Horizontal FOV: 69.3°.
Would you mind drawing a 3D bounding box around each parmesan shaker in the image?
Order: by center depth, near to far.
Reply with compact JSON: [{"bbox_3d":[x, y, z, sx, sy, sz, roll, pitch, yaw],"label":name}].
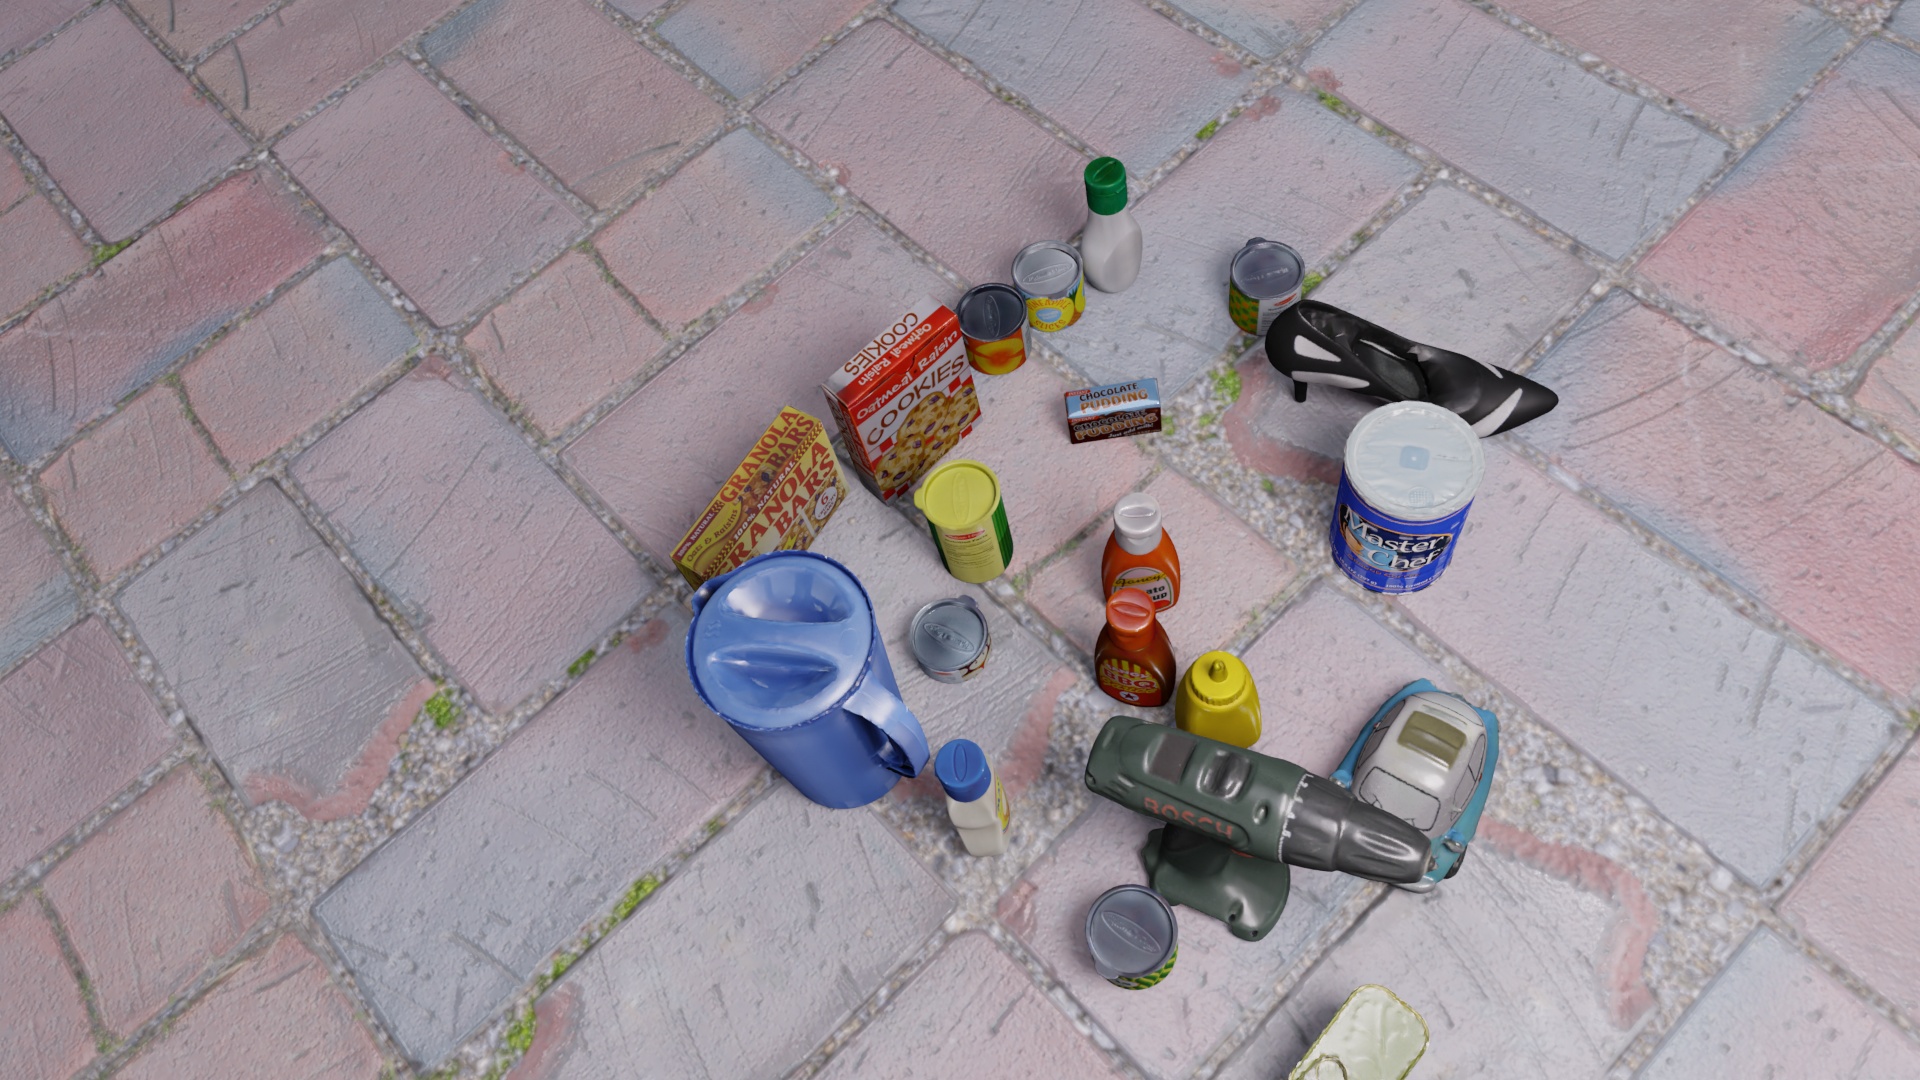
[{"bbox_3d":[0.004,-0.015,1.171,0.071,0.102,0.071,-4,62,7],"label":"parmesan shaker"}]

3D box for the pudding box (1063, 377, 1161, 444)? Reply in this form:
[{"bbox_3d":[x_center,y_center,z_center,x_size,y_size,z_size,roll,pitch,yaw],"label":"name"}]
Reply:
[{"bbox_3d":[0.136,-0.115,1.233,0.084,0.049,0.030,-8,62,5],"label":"pudding box"}]

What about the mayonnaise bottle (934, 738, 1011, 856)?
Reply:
[{"bbox_3d":[0.010,0.189,1.037,0.041,0.147,0.065,-6,62,6],"label":"mayonnaise bottle"}]

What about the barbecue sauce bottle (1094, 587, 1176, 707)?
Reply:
[{"bbox_3d":[0.134,0.083,1.073,0.065,0.148,0.044,14,66,16],"label":"barbecue sauce bottle"}]

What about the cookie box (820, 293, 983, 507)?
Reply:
[{"bbox_3d":[-0.045,-0.117,1.196,0.123,0.166,0.040,-43,65,-13],"label":"cookie box"}]

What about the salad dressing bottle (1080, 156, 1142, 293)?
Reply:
[{"bbox_3d":[0.136,-0.287,1.269,0.064,0.147,0.044,-43,65,-13],"label":"salad dressing bottle"}]

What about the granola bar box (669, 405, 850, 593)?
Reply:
[{"bbox_3d":[-0.168,-0.017,1.187,0.039,0.123,0.166,27,70,21],"label":"granola bar box"}]

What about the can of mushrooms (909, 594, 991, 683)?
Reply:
[{"bbox_3d":[-0.006,0.082,1.161,0.071,0.033,0.071,-4,62,7],"label":"can of mushrooms"}]

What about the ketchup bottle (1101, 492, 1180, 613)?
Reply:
[{"bbox_3d":[0.143,0.011,1.109,0.065,0.148,0.044,-4,62,7],"label":"ketchup bottle"}]

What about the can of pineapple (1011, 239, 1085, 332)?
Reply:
[{"bbox_3d":[0.083,-0.236,1.301,0.071,0.057,0.071,-4,62,7],"label":"can of pineapple"}]

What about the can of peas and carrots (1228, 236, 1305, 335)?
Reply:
[{"bbox_3d":[0.278,-0.231,1.268,0.071,0.058,0.071,-4,62,7],"label":"can of peas and carrots"}]

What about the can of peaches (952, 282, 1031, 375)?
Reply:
[{"bbox_3d":[0.029,-0.195,1.288,0.071,0.057,0.071,-4,62,7],"label":"can of peaches"}]

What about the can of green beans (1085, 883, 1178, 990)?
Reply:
[{"bbox_3d":[0.126,0.291,1.016,0.071,0.057,0.071,-4,62,7],"label":"can of green beans"}]

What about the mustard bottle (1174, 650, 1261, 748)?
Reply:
[{"bbox_3d":[0.193,0.118,1.039,0.065,0.159,0.049,-11,62,3],"label":"mustard bottle"}]
